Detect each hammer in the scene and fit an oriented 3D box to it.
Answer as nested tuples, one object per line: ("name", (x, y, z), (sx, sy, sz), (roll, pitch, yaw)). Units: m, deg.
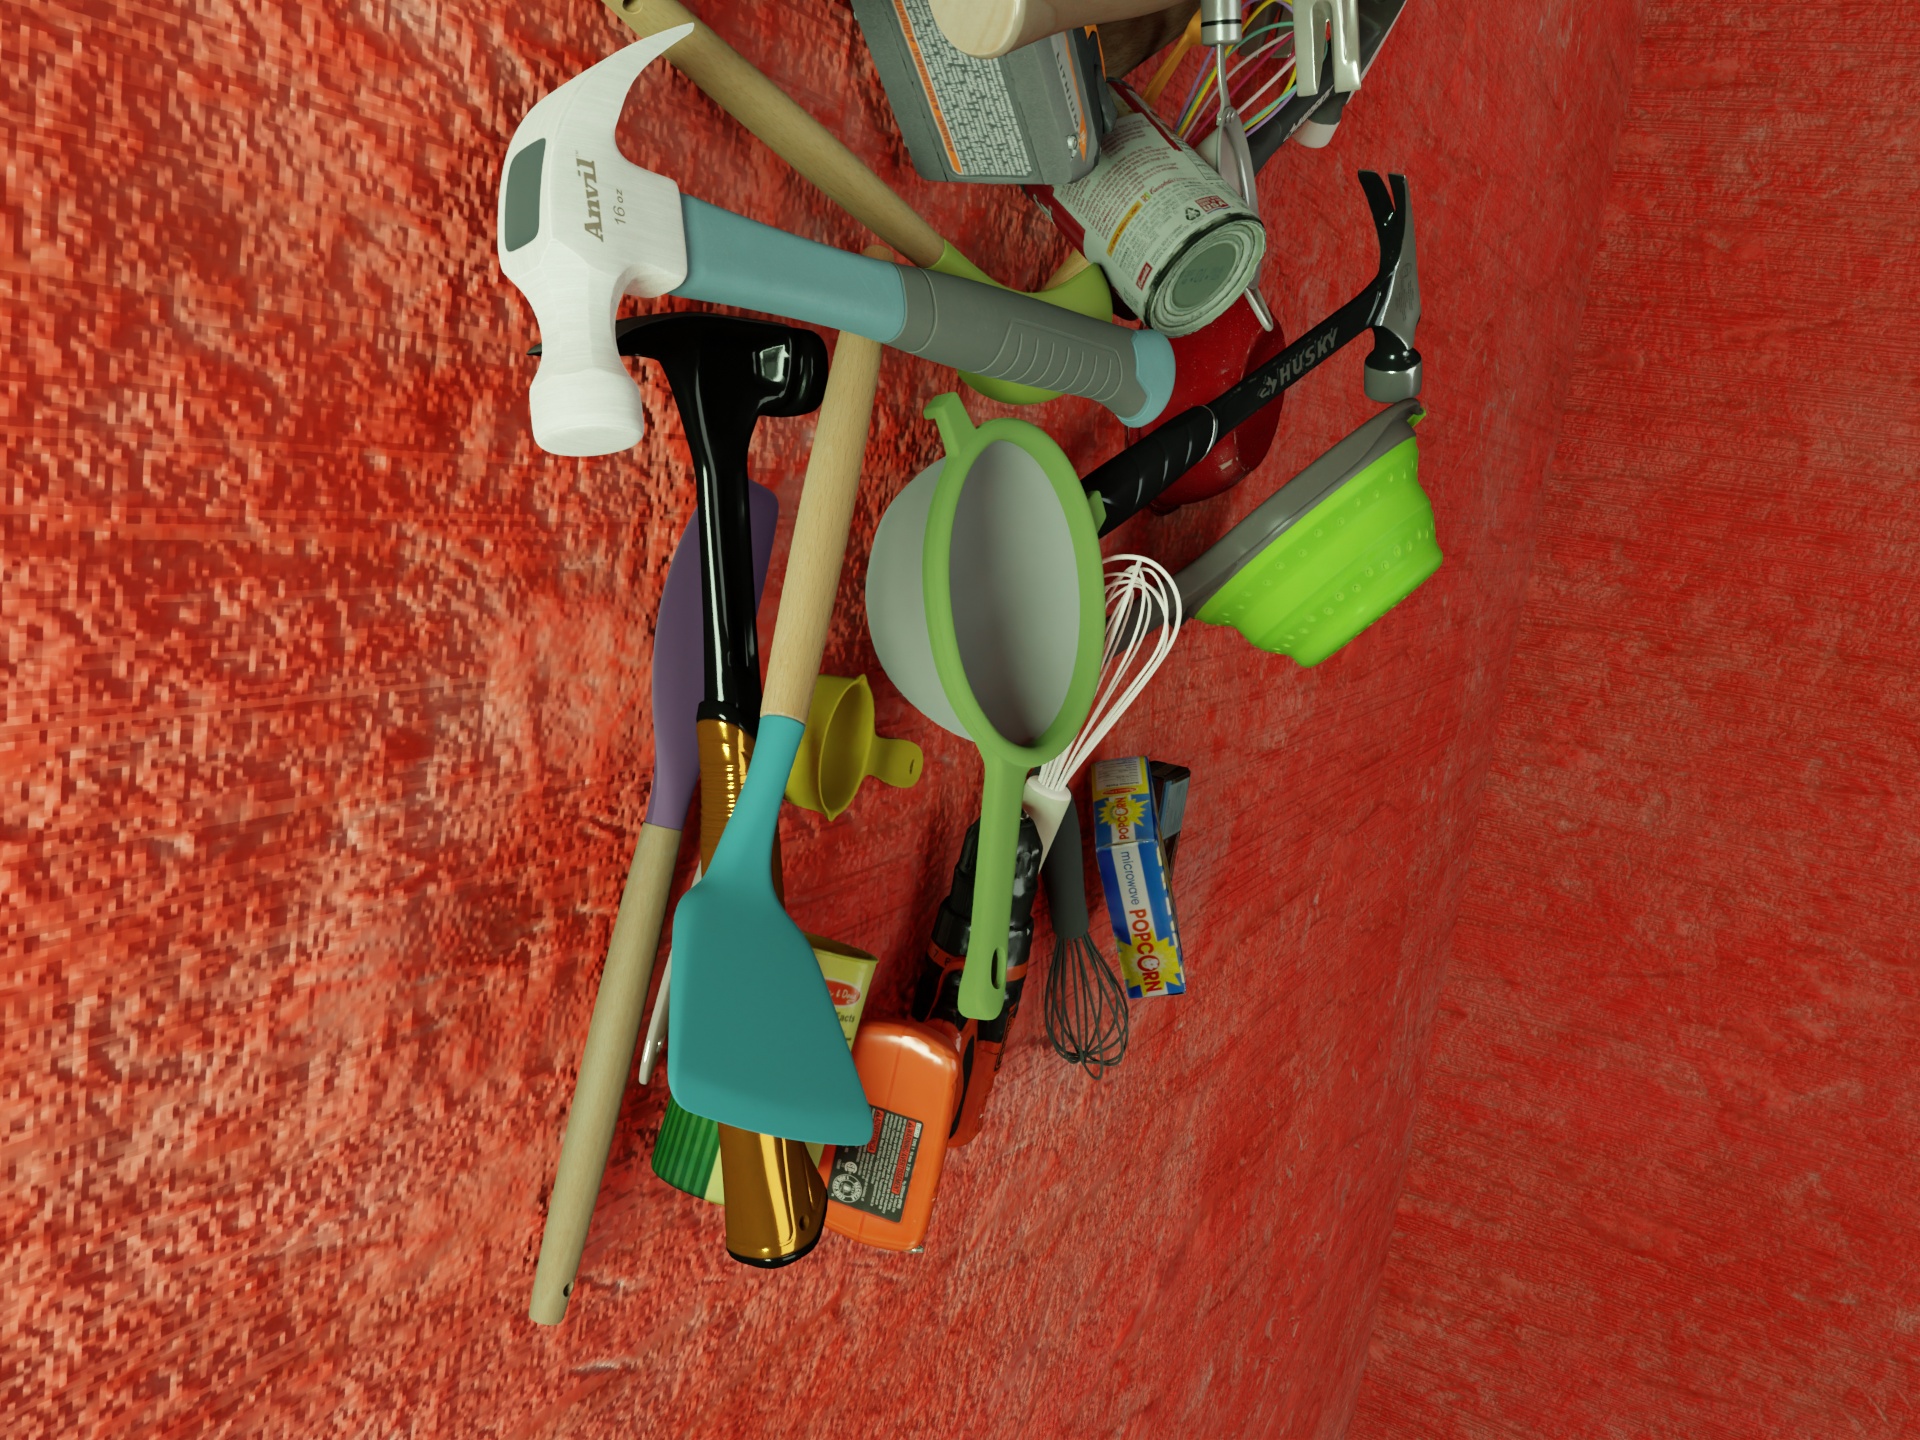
("hammer", (0.123, -0.384, 0.837), (0.331, 0.031, 0.130), (-51, 144, -41))
("hammer", (0.142, -0.170, 0.870), (0.409, 0.036, 0.149), (-38, 134, -33))
("hammer", (0.092, -0.290, 0.614), (0.411, 0.038, 0.146), (-47, 134, -51))
("hammer", (-0.080, 0.031, 0.552), (0.127, 0.034, 0.337), (-18, 108, -61))
("hammer", (-0.018, -0.142, 0.556), (0.331, 0.033, 0.128), (-3, 84, -53))
("hammer", (0.168, -0.329, 0.908), (0.335, 0.035, 0.146), (-51, 173, -34))

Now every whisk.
("whisk", (0.112, -0.281, 0.809), (0.245, 0.051, 0.047), (-52, 166, -18))
("whisk", (0.066, 0.124, 0.950), (0.055, 0.055, 0.238), (-49, 139, -43))
("whisk", (0.048, 0.028, 0.821), (0.058, 0.059, 0.246), (-88, -162, -71))

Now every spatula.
("spatula", (-0.046, -0.024, 0.532), (0.082, 0.044, 0.318), (26, 66, -42))
("spatula", (-0.116, 0.063, 0.582), (0.059, 0.018, 0.316), (17, 86, -63))

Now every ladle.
("ladle", (-0.030, -0.199, 0.604), (0.320, 0.078, 0.062), (22, 38, -56))

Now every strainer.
("strainer", (0.121, -0.314, 0.748), (0.087, 0.050, 0.258), (-43, 133, -62))
("strainer", (-0.001, -0.002, 0.692), (0.151, 0.069, 0.256), (19, 74, -58))

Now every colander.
("colander", (0.177, -0.064, 0.946), (0.397, 0.094, 0.204), (-33, 172, -38))

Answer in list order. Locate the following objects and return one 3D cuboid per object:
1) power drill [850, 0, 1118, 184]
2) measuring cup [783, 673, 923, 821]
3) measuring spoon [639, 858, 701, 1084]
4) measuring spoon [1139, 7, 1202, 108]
("power drill", (0.042, -0.325, 0.647), (0.164, 0.084, 0.227), (61, 45, -55))
("measuring cup", (-0.047, 0.014, 0.701), (0.156, 0.029, 0.062), (25, 77, -76))
("measuring spoon", (-0.097, 0.078, 0.605), (0.034, 0.018, 0.124), (94, 11, -72))
("measuring spoon", (0.091, -0.296, 0.779), (0.117, 0.011, 0.021), (-56, 168, 10))
